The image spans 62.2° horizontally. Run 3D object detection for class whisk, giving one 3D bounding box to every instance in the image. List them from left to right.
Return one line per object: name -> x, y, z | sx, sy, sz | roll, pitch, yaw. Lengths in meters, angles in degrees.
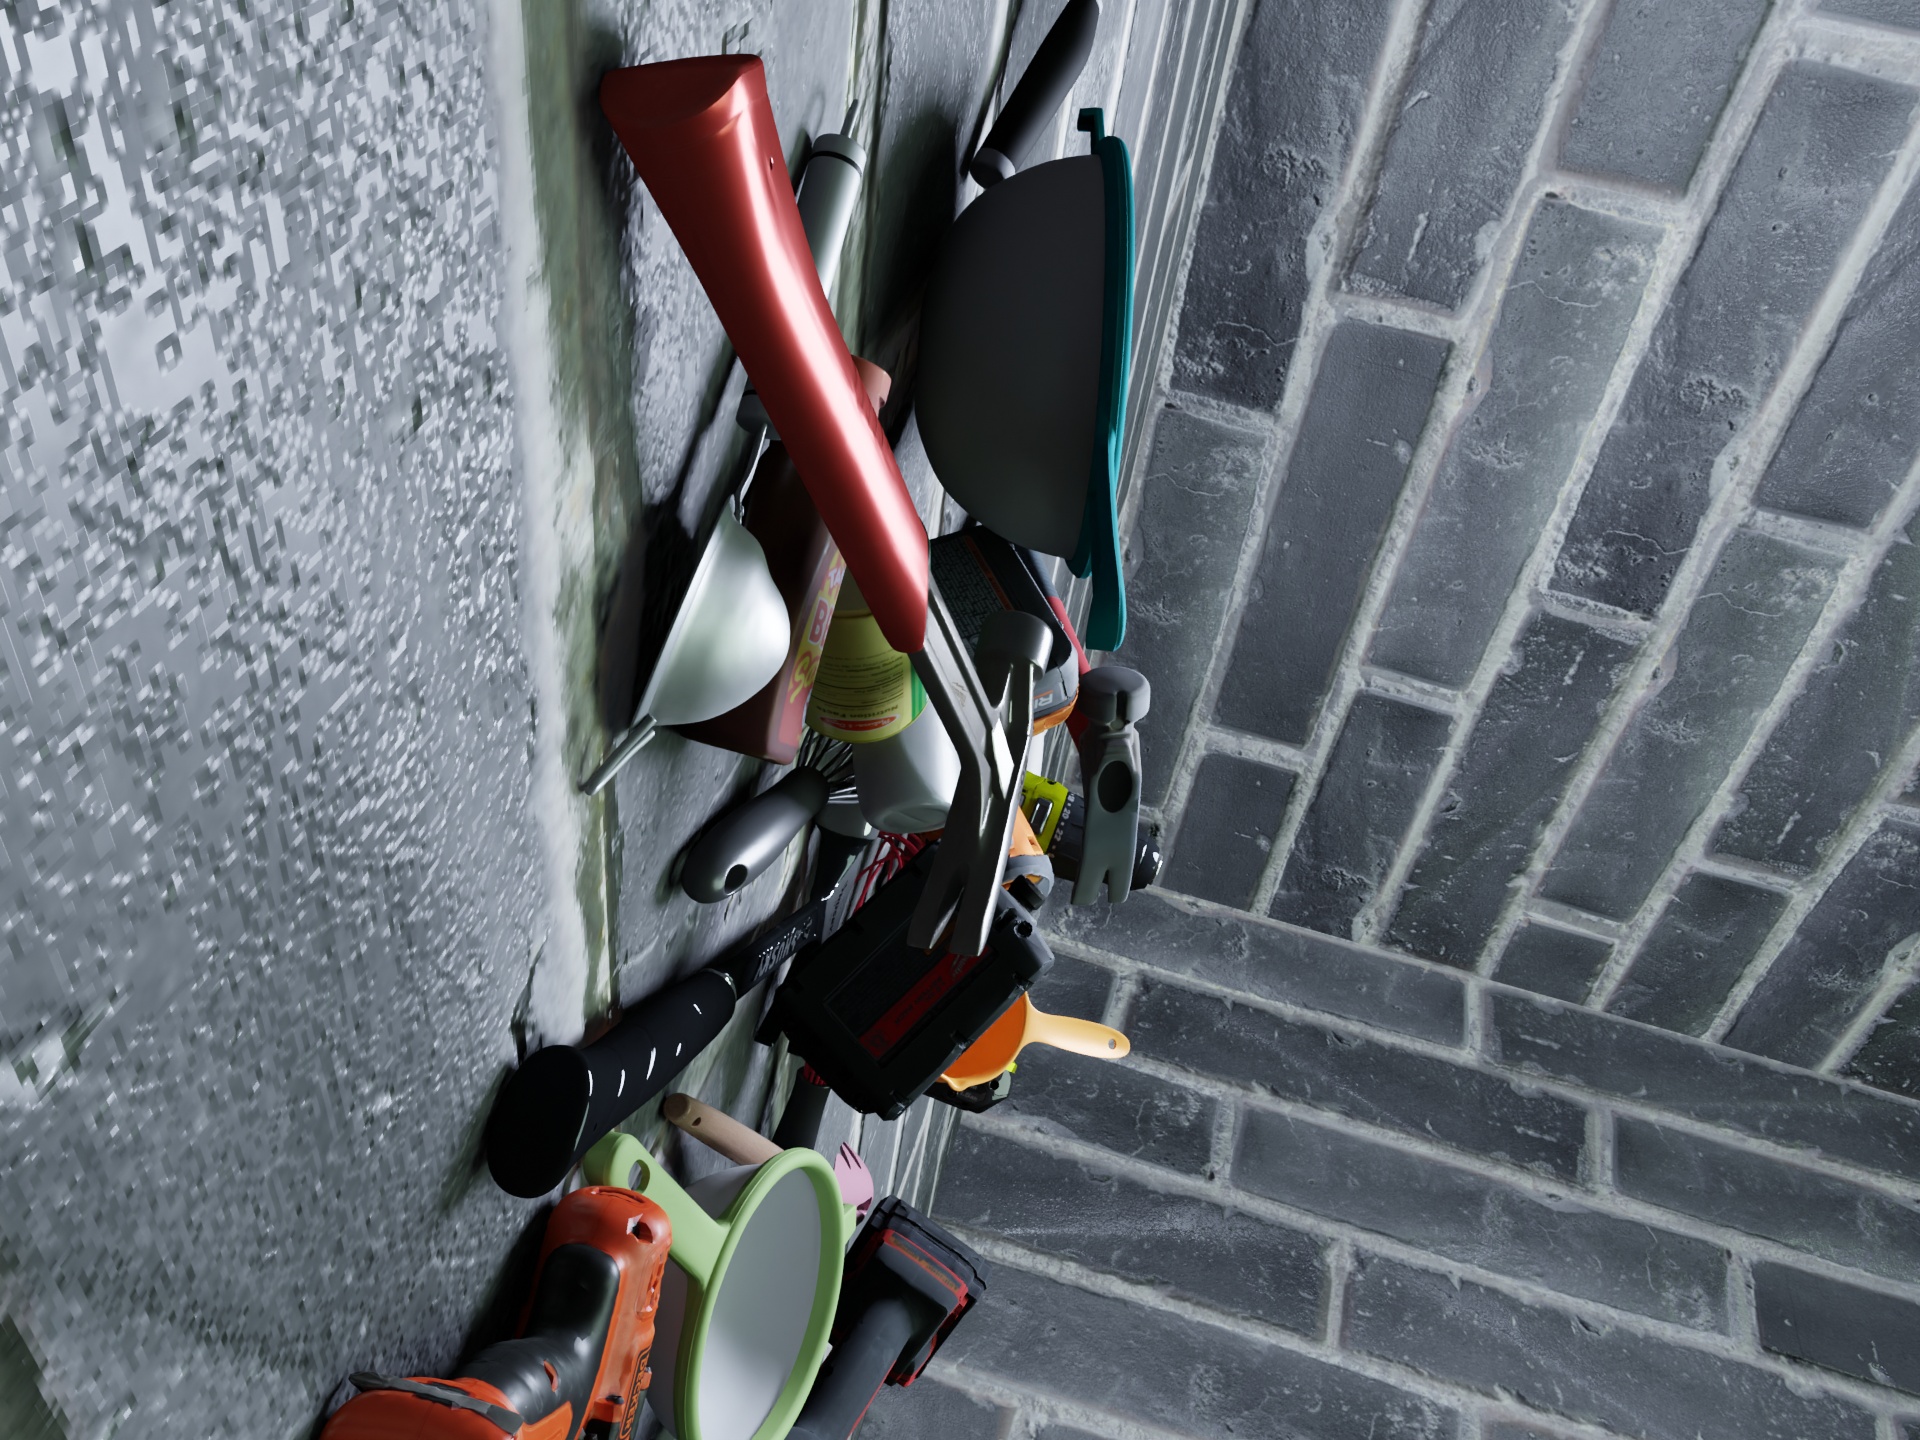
whisk -> -0.072, 0.035, 0.728 | 0.239, 0.055, 0.055 | -45, 149, -68
whisk -> -0.081, 0.195, 0.948 | 0.073, 0.073, 0.295 | -50, 159, -74

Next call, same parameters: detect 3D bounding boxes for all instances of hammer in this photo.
hammer -> -0.104, 0.120, 0.689 | 0.409, 0.036, 0.149 | -24, 130, -81
hammer -> -0.029, -0.054, 0.517 | 0.358, 0.037, 0.149 | 64, 36, -57
hammer -> 0.056, -0.045, 1.015 | 0.387, 0.038, 0.143 | -105, -166, -60

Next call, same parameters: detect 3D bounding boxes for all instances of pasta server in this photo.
pasta server -> -0.099, 0.235, 0.845 | 0.060, 0.040, 0.316 | -54, 155, -14

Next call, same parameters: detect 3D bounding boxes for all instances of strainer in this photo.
strainer -> -0.127, 0.239, 0.706 | 0.256, 0.069, 0.152 | 69, 35, -49
strainer -> -0.064, -0.093, 0.526 | 0.087, 0.050, 0.258 | 141, -37, -75
strainer -> 0.024, -0.138, 0.729 | 0.341, 0.095, 0.210 | -87, -179, -52

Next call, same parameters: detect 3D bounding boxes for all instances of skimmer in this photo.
skimmer -> 0.068, -0.444, 0.865 | 0.363, 0.090, 0.127 | -62, 172, -15

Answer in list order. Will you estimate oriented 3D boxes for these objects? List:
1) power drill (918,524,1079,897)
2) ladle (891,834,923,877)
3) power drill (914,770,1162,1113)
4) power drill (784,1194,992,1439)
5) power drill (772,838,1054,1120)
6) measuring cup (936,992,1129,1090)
power drill -> -0.001, -0.003, 0.899 | 0.226, 0.084, 0.164 | 92, -25, -53
ladle -> -0.022, 0.044, 1.139 | 0.031, 0.069, 0.315 | 29, 70, -64
power drill -> 0.016, 0.140, 1.068 | 0.080, 0.190, 0.228 | 100, 12, -75
power drill -> -0.084, 0.401, 0.896 | 0.227, 0.080, 0.187 | -47, 167, -52
power drill -> -0.013, 0.127, 0.801 | 0.143, 0.078, 0.219 | -43, 171, -5
measuring cup -> 0.026, 0.190, 0.998 | 0.052, 0.173, 0.095 | -15, -118, 54
